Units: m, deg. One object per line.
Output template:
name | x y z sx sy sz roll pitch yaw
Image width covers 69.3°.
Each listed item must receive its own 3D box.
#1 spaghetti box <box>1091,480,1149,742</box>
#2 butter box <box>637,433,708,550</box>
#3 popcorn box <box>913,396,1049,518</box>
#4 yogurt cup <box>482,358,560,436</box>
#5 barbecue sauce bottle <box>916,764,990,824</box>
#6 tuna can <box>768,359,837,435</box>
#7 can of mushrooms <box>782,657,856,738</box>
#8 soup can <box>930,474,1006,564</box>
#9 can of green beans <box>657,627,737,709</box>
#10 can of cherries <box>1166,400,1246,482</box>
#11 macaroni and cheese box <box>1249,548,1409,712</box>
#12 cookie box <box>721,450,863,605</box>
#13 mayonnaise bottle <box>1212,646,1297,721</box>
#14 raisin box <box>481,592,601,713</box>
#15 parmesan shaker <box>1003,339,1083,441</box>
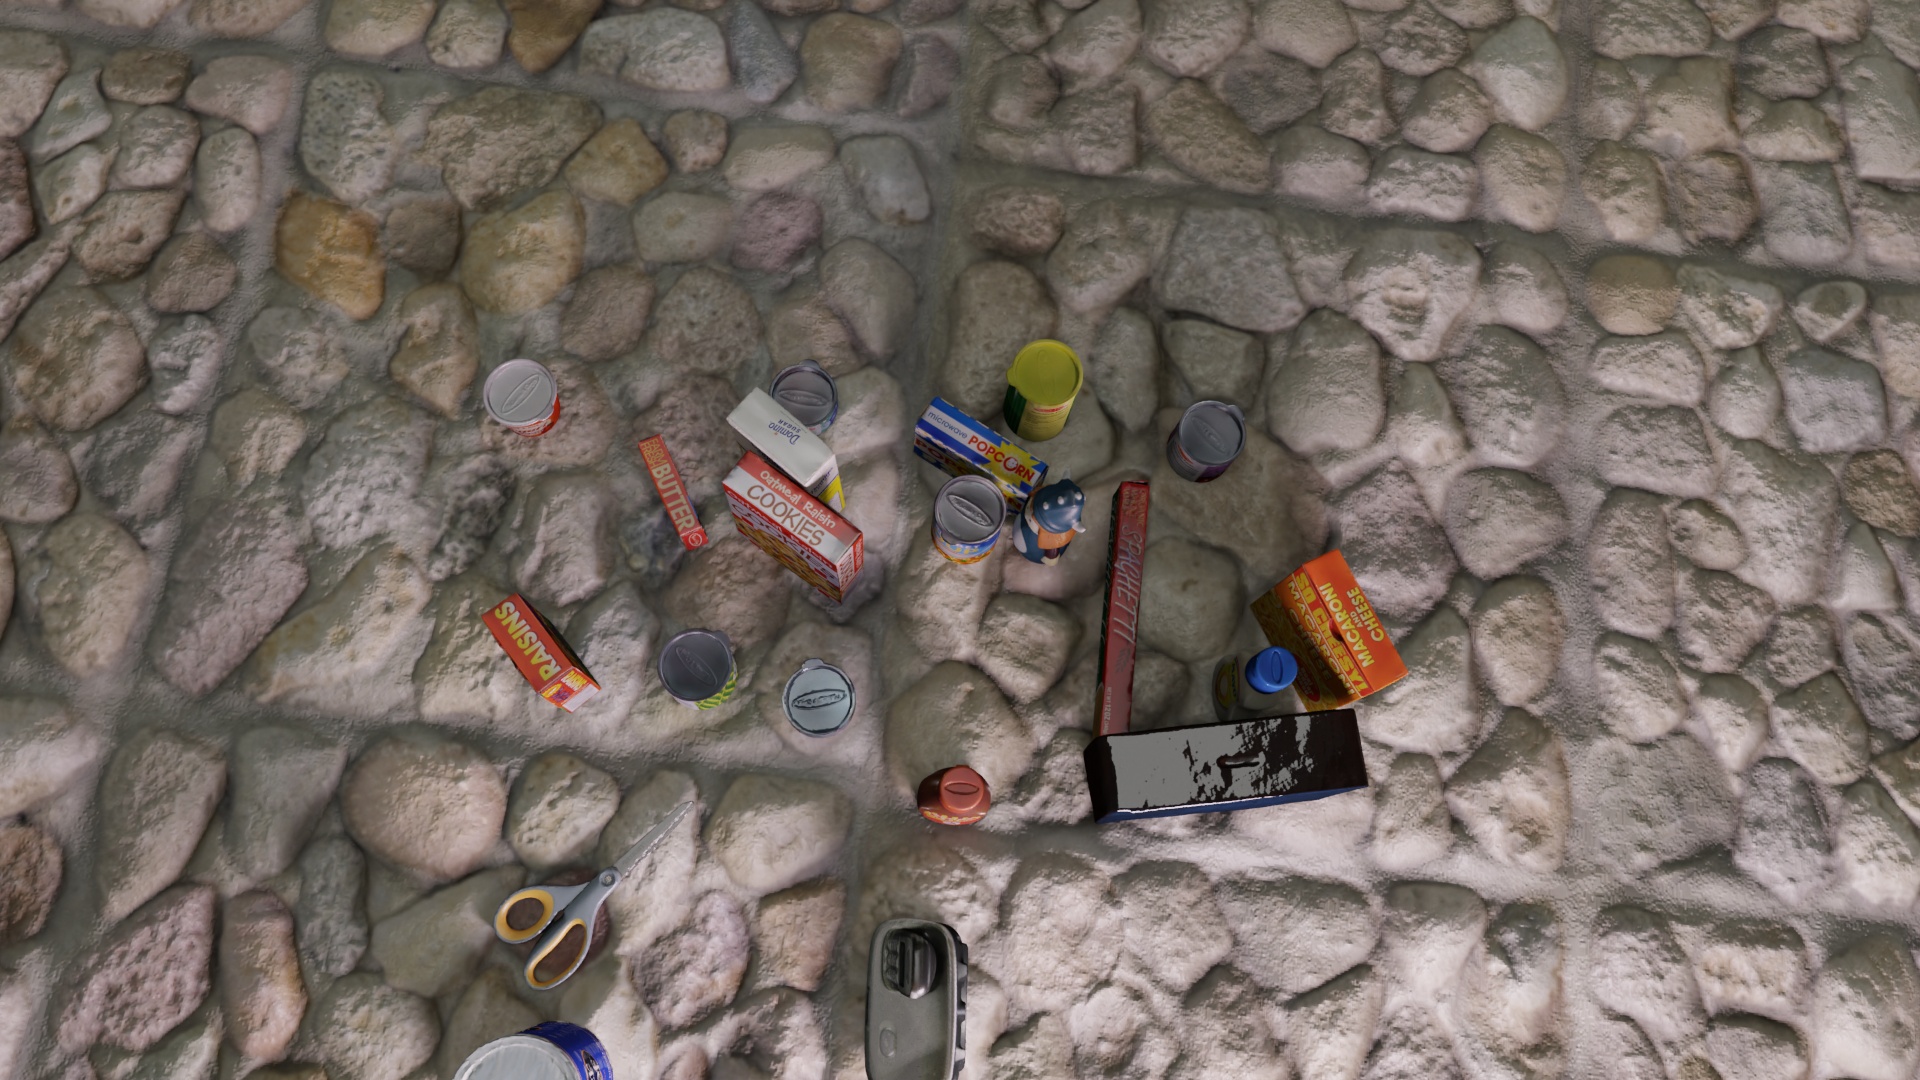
spaghetti box | 0.150 0.067 1.300 0.029 0.050 0.250 7 74 -2
butter box | -0.269 -0.045 1.300 0.024 0.053 0.103 -24 78 -10
popcorn box | 0.017 -0.078 1.312 0.127 0.085 0.038 32 75 5
yogurt cup | -0.412 -0.132 1.314 0.072 0.053 0.072 1 75 -4
barbecue sauce bottle | -0.004 0.219 1.196 0.065 0.148 0.044 5 75 -2
tuna can | -0.151 -0.137 1.344 0.071 0.032 0.071 1 75 -4
can of mushrooms | -0.129 0.144 1.267 0.071 0.033 0.071 1 75 -4
soup can | 0.005 -0.016 1.295 0.071 0.083 0.071 1 75 -4
can of green beans | -0.236 0.117 1.255 0.071 0.057 0.071 1 75 -4
can of cherries | 0.240 -0.096 1.347 0.071 0.058 0.071 1 75 -4
macaroni and cheese box | 0.326 0.088 1.245 0.040 0.166 0.124 -25 78 -10
cookie box | -0.146 -0.008 1.239 0.123 0.167 0.040 35 76 6
mayonnaise bottle | 0.261 0.125 1.240 0.041 0.147 0.065 1 75 -3
raisin box | -0.366 0.100 1.217 0.040 0.123 0.086 -37 80 -12
parmesan shaker | 0.074 -0.141 1.325 0.071 0.103 0.071 1 75 -4
